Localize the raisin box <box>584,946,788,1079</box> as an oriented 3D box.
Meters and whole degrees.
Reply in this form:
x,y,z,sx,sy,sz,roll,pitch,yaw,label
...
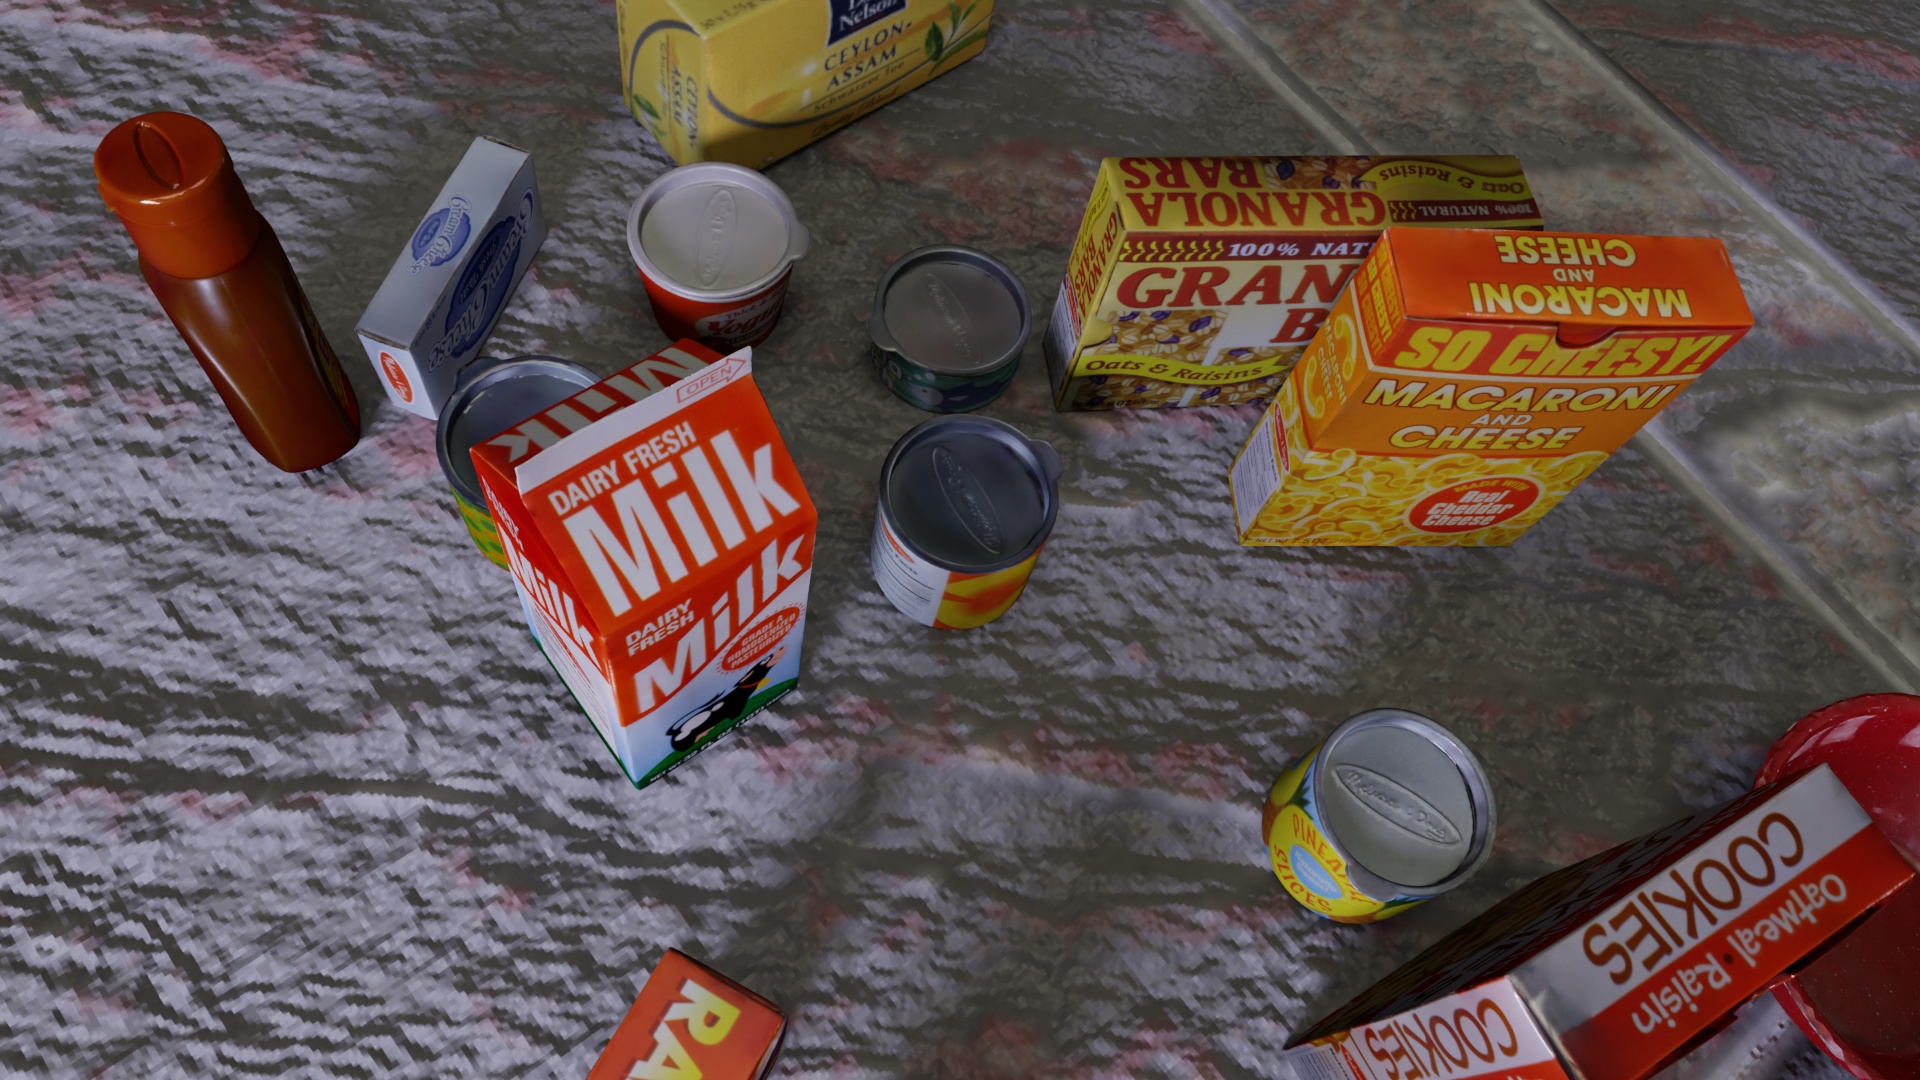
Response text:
x,y,z,sx,sy,sz,roll,pitch,yaw,label
-0.088,0.171,0.394,0.040,0.122,0.086,29,64,6,raisin box

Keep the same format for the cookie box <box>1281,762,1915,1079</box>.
x,y,z,sx,sy,sz,roll,pitch,yaw,label
0.185,0.135,0.430,0.123,0.166,0.040,-25,70,-19,cookie box

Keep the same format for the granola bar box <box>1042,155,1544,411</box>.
x,y,z,sx,sy,sz,roll,pitch,yaw,label
0.127,-0.101,0.561,0.166,0.123,0.039,-3,65,-10,granola bar box

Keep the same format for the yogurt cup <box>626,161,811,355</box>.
x,y,z,sx,sy,sz,roll,pitch,yaw,label
-0.100,-0.113,0.571,0.072,0.053,0.072,4,64,-7,yogurt cup

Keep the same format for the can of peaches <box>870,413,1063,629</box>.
x,y,z,sx,sy,sz,roll,pitch,yaw,label
0.002,-0.007,0.532,0.071,0.057,0.071,4,64,-7,can of peaches

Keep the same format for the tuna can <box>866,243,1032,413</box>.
x,y,z,sx,sy,sz,roll,pitch,yaw,label
-0.007,-0.088,0.585,0.071,0.032,0.071,4,64,-7,tuna can

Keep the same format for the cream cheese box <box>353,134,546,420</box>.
x,y,z,sx,sy,sz,roll,pitch,yaw,label
-0.200,-0.105,0.552,0.024,0.053,0.104,19,63,1,cream cheese box

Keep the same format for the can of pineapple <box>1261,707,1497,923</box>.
x,y,z,sx,sy,sz,roll,pitch,yaw,label
0.148,0.102,0.502,0.071,0.057,0.071,4,64,-7,can of pineapple

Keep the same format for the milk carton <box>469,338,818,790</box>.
x,y,z,sx,sy,sz,roll,pitch,yaw,label
-0.096,0.006,0.437,0.072,0.189,0.073,-33,73,-21,milk carton

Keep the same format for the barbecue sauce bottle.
x,y,z,sx,sy,sz,roll,pitch,yaw,label
-0.250,-0.083,0.480,0.044,0.148,0.065,-28,71,-20,barbecue sauce bottle

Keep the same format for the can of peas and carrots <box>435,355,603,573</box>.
x,y,z,sx,sy,sz,roll,pitch,yaw,label
-0.157,-0.027,0.517,0.071,0.058,0.071,4,64,-7,can of peas and carrots

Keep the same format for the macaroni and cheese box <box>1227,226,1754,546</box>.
x,y,z,sx,sy,sz,roll,pitch,yaw,label
0.187,-0.049,0.521,0.124,0.165,0.040,0,64,-9,macaroni and cheese box
